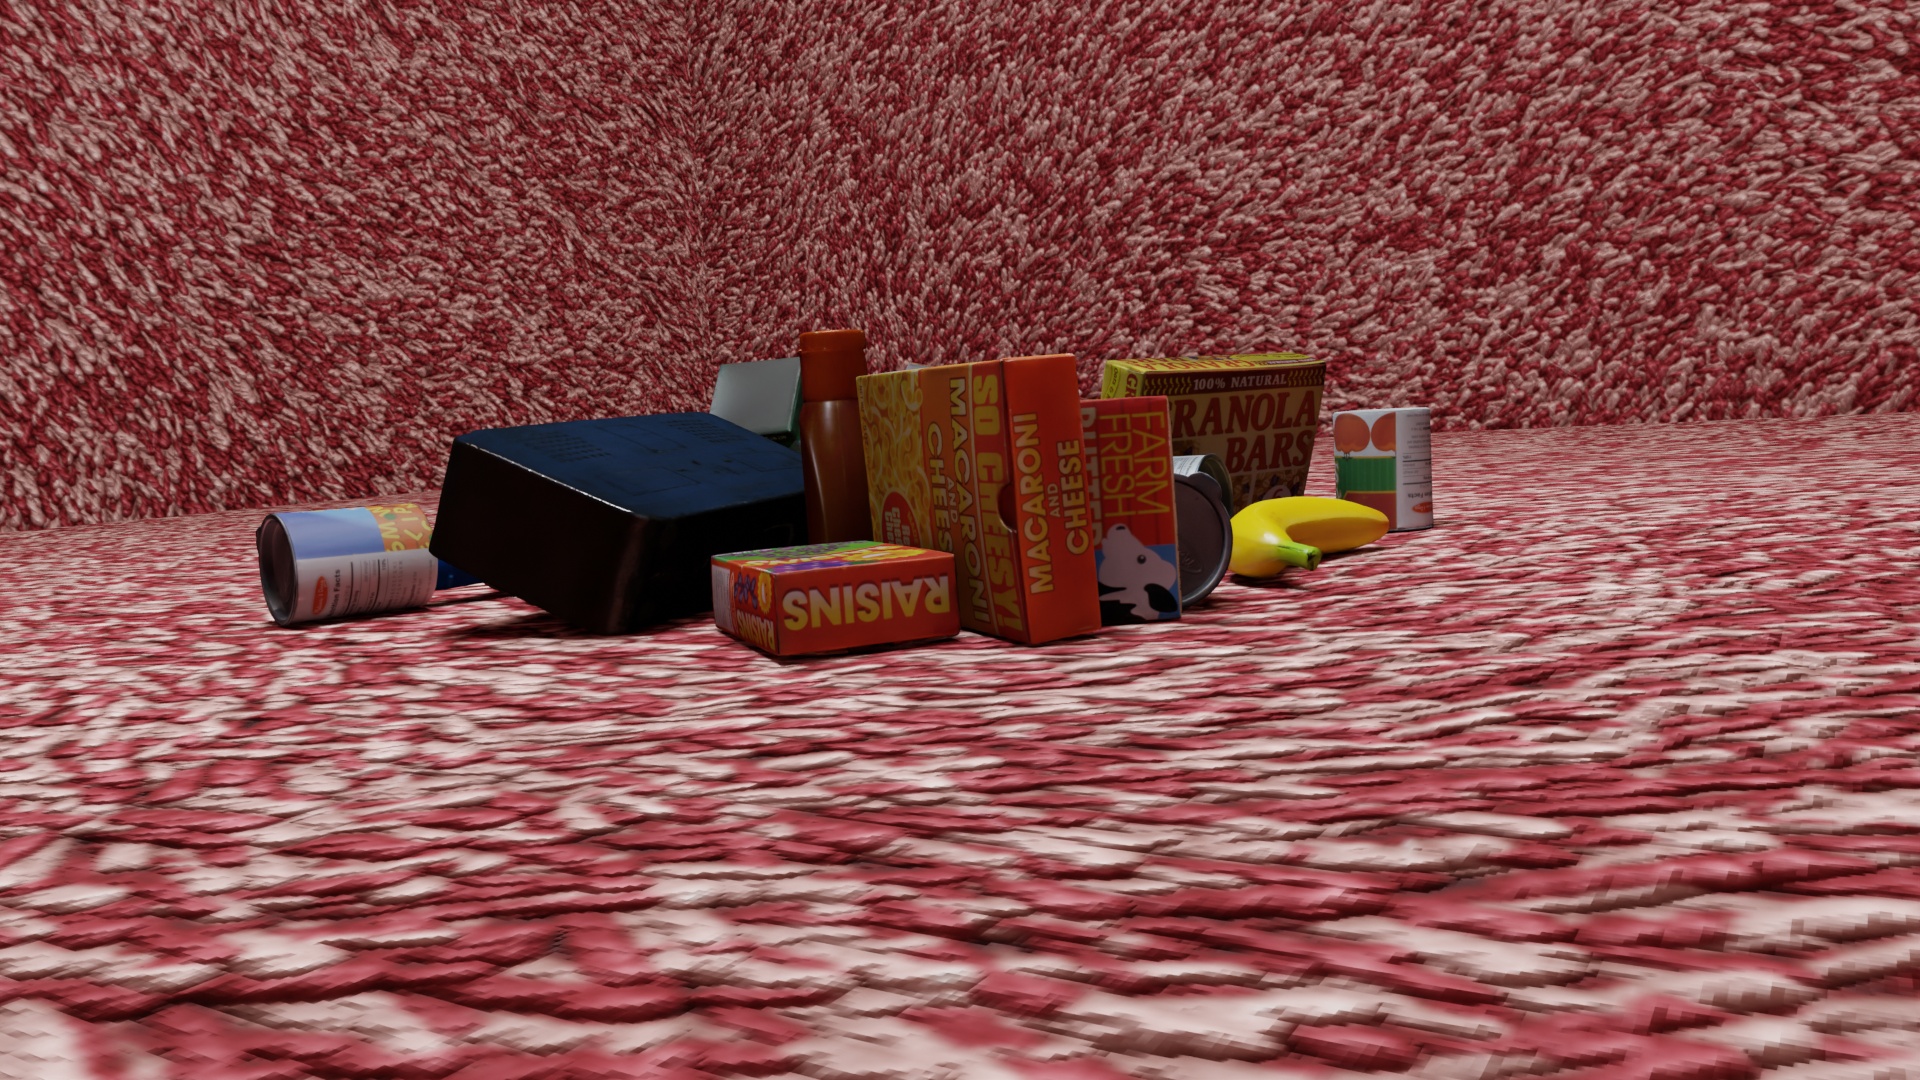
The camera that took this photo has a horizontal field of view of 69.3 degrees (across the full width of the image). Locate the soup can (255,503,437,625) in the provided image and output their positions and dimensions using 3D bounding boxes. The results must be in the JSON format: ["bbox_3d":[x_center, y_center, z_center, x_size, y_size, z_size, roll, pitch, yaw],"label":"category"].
[{"bbox_3d":[-0.371,0.011,0.840,0.084,0.071,0.071,-8,6,-43],"label":"soup can"}]

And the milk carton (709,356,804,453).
[{"bbox_3d":[-0.127,-0.056,1.098,0.072,0.074,0.189,-5,-34,16],"label":"milk carton"}]

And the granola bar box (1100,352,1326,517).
[{"bbox_3d":[0.162,-0.058,0.910,0.166,0.123,0.039,-8,23,-34],"label":"granola bar box"}]

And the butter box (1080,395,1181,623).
[{"bbox_3d":[0.072,-0.014,0.639,0.053,0.103,0.024,-5,5,-2],"label":"butter box"}]

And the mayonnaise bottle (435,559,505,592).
[{"bbox_3d":[-0.282,0.004,0.918,0.148,0.064,0.041,-10,51,-42],"label":"mayonnaise bottle"}]

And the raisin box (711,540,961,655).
[{"bbox_3d":[-0.062,0.025,0.653,0.086,0.040,0.123,-5,4,-23],"label":"raisin box"}]

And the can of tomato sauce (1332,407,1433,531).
[{"bbox_3d":[0.295,-0.050,0.976,0.071,0.083,0.071,-3,5,0],"label":"can of tomato sauce"}]

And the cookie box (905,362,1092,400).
[{"bbox_3d":[0.054,-0.072,0.972,0.167,0.040,0.123,17,-8,38],"label":"cookie box"}]

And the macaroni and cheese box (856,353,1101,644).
[{"bbox_3d":[0.003,-0.022,0.662,0.040,0.123,0.166,-9,7,-24],"label":"macaroni and cheese box"}]

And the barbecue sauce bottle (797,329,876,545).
[{"bbox_3d":[-0.065,-0.040,0.763,0.044,0.148,0.065,-5,5,-8],"label":"barbecue sauce bottle"}]

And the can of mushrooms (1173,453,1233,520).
[{"bbox_3d":[0.140,-0.018,0.844,0.033,0.071,0.071,-2,5,32],"label":"can of mushrooms"}]

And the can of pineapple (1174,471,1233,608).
[{"bbox_3d":[0.097,-0.002,0.684,0.071,0.071,0.058,-4,5,-2],"label":"can of pineapple"}]
